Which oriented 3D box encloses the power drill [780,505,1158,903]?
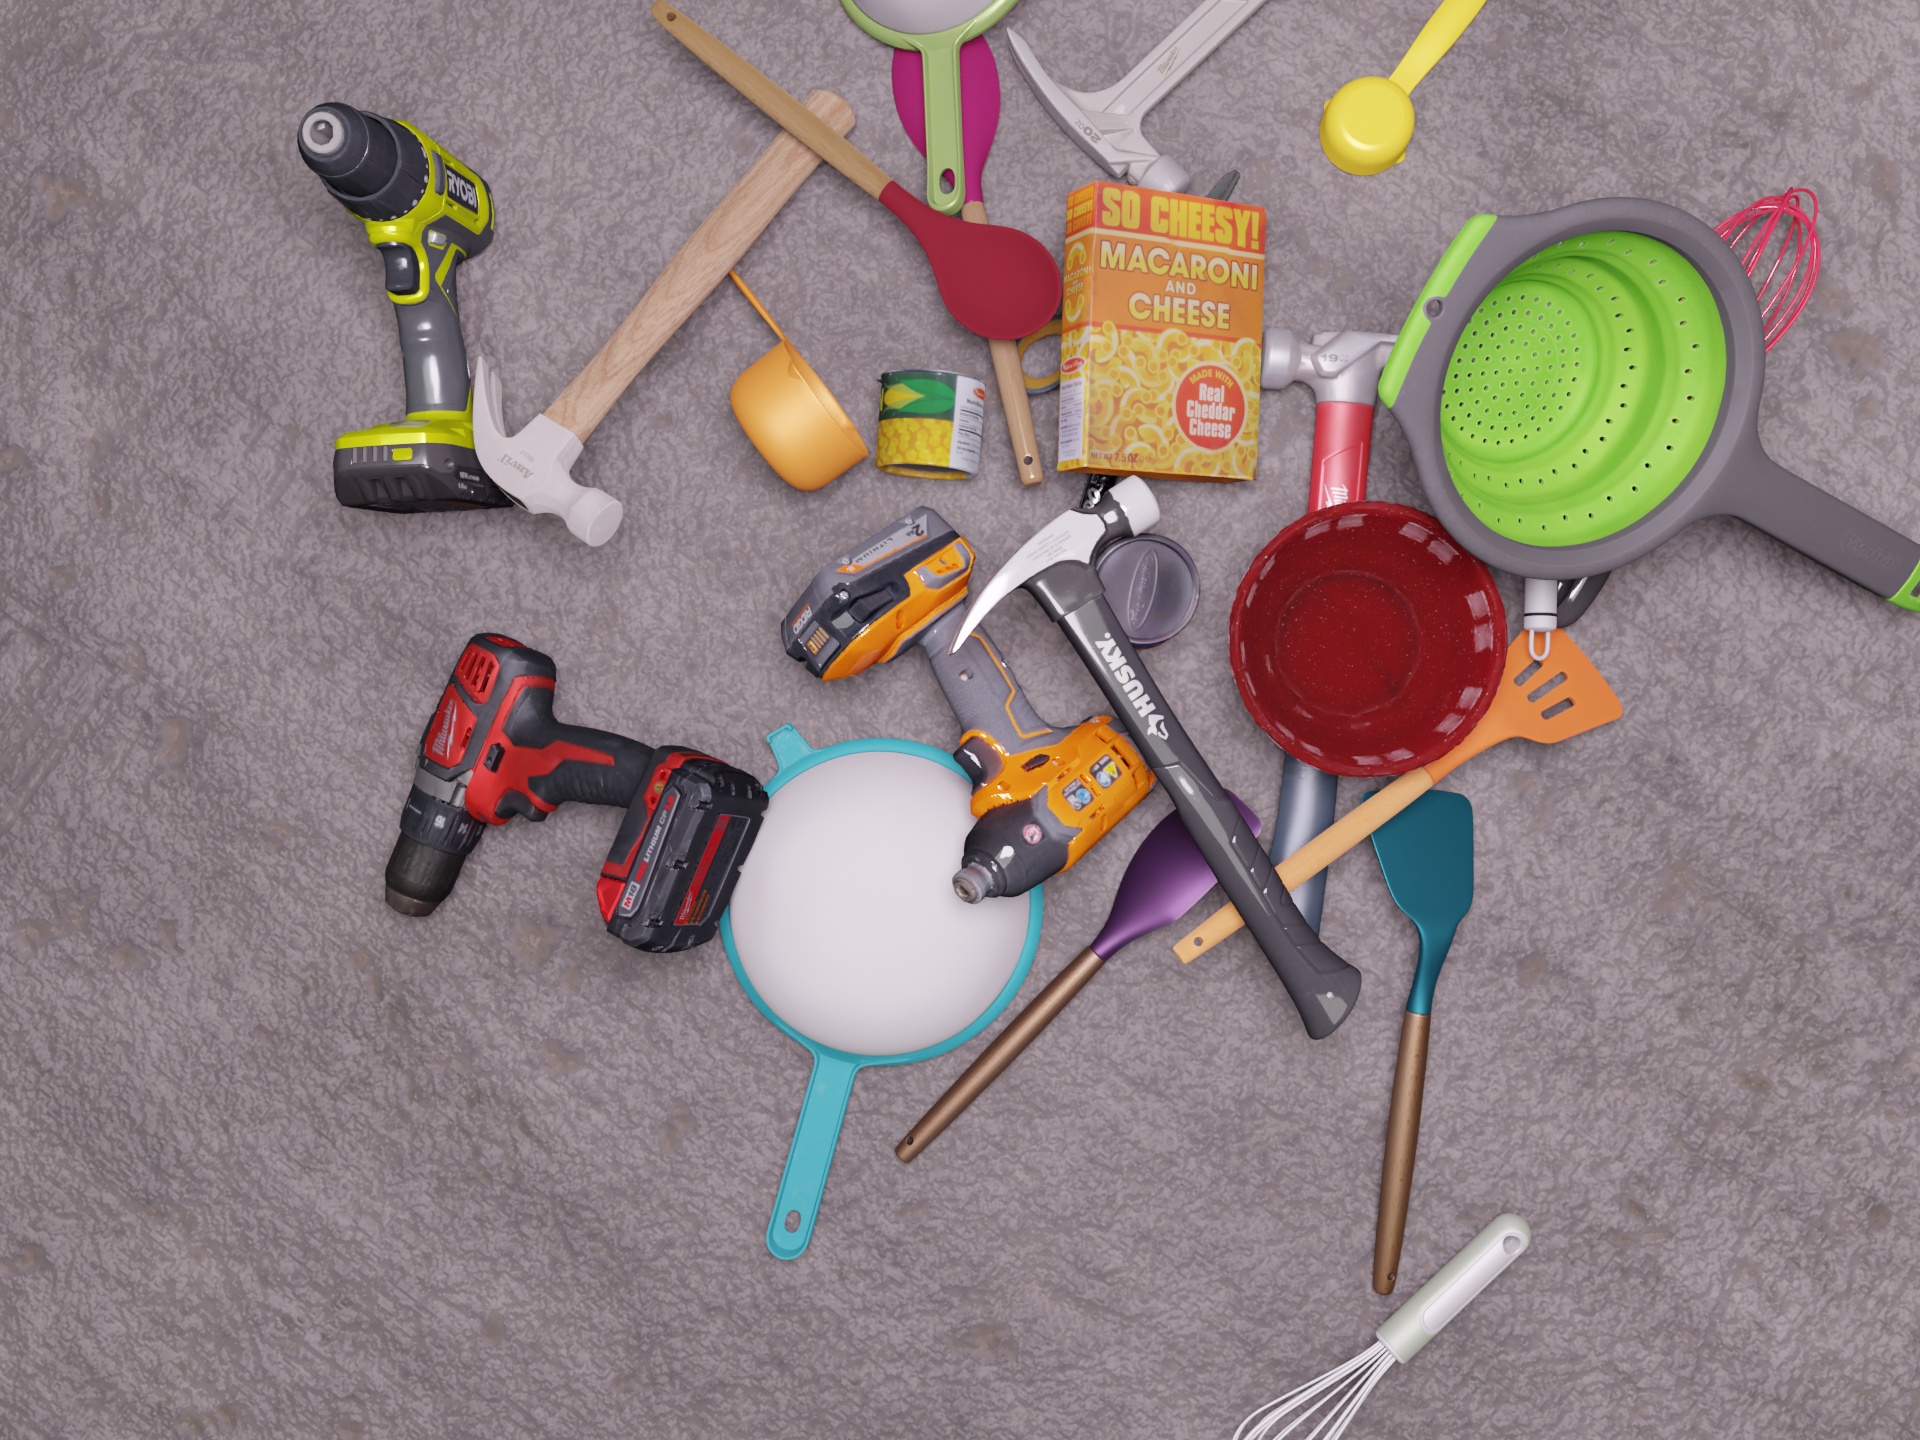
[{"bbox_3d":[-0.002,-0.003,0.954,0.226,0.084,0.164,49,51,3],"label":"power drill"}]

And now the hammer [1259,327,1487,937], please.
[{"bbox_3d":[0.242,-0.046,0.992,0.143,0.038,0.386,5,90,2],"label":"hammer"}]

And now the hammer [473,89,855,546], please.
[{"bbox_3d":[-0.176,-0.265,0.980,0.130,0.031,0.331,32,76,15],"label":"hammer"}]

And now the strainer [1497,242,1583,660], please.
[{"bbox_3d":[0.355,-0.166,0.974,0.086,0.050,0.258,3,88,-27],"label":"strainer"}]

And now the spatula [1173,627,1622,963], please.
[{"bbox_3d":[0.261,0.049,0.963,0.322,0.041,0.081,-35,78,-5],"label":"spatula"}]

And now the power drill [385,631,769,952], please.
[{"bbox_3d":[-0.251,0.066,0.986,0.227,0.080,0.188,24,92,22],"label":"power drill"}]

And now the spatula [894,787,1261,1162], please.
[{"bbox_3d":[0.068,0.164,1.009,0.316,0.018,0.060,-48,51,5],"label":"spatula"}]

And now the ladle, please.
[{"bbox_3d":[-0.067,-0.342,0.979,0.315,0.031,0.069,39,89,2],"label":"ladle"}]

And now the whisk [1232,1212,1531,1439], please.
[{"bbox_3d":[0.261,0.395,0.987,0.246,0.059,0.057,-43,100,-2],"label":"whisk"}]

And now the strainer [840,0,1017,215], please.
[{"bbox_3d":[-0.023,-0.445,0.974,0.151,0.069,0.256,-3,89,21],"label":"strainer"}]

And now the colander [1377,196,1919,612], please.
[{"bbox_3d":[0.402,-0.159,0.916,0.396,0.095,0.204,22,105,-19],"label":"colander"}]

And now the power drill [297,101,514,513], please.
[{"bbox_3d":[-0.334,-0.244,0.958,0.080,0.190,0.228,-3,94,4],"label":"power drill"}]

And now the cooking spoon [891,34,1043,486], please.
[{"bbox_3d":[0.013,-0.301,1.005,0.069,0.017,0.319,-13,83,6],"label":"cooking spoon"}]

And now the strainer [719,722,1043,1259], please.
[{"bbox_3d":[-0.071,0.178,0.984,0.211,0.095,0.340,15,90,4],"label":"strainer"}]

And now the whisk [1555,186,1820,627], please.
[{"bbox_3d":[0.436,-0.188,0.971,0.073,0.073,0.296,28,97,3],"label":"whisk"}]

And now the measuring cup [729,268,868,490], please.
[{"bbox_3d":[-0.125,-0.218,1.004,0.052,0.095,0.174,-37,69,8],"label":"measuring cup"}]

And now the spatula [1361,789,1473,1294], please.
[{"bbox_3d":[0.277,0.202,0.992,0.082,0.044,0.317,2,98,-22],"label":"spatula"}]

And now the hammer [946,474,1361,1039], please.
[{"bbox_3d":[0.126,0.037,0.914,0.146,0.035,0.335,-32,93,-6],"label":"hammer"}]

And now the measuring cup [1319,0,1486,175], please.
[{"bbox_3d":[0.285,-0.412,0.991,0.062,0.029,0.156,38,94,3],"label":"measuring cup"}]

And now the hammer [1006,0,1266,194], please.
[{"bbox_3d":[0.203,-0.492,0.995,0.359,0.036,0.149,-43,88,3],"label":"hammer"}]
